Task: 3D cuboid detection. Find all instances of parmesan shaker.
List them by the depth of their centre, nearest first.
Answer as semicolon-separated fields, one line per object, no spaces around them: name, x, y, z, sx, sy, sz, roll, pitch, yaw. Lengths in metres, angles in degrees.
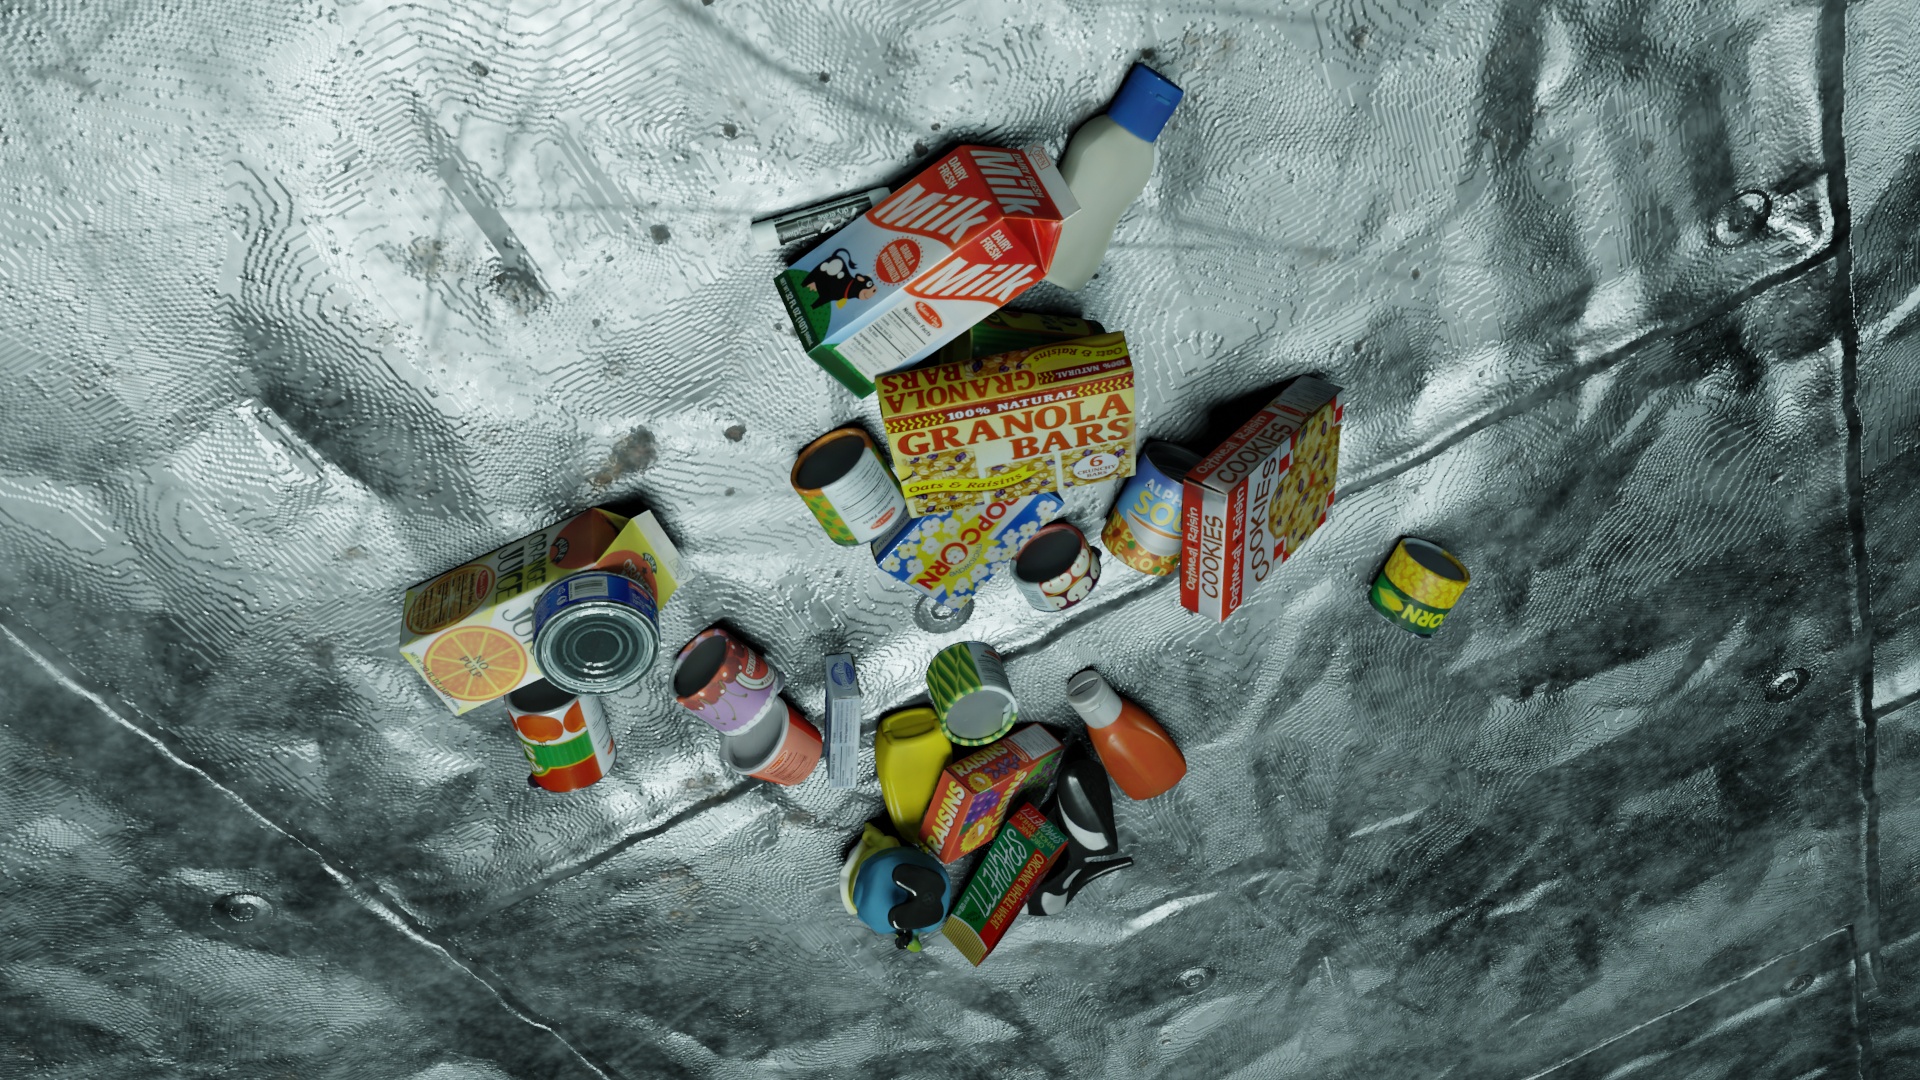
parmesan shaker;0.044;-0.126;0.971;0.103;0.071;0.071;2;124;-19

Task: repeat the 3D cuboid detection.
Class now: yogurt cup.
yogurt cup;-0.149;0.165;1.127;0.072;0.073;0.054;-40;134;14

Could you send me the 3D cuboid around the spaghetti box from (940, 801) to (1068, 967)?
spaghetti box;0.036;0.313;1.250;0.029;0.050;0.248;-36;160;-36

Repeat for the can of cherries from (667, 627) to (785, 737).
can of cherries;-0.181;0.108;1.074;0.071;0.072;0.058;-38;125;13

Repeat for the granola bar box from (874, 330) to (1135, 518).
granola bar box;0.035;-0.076;0.941;0.166;0.039;0.123;-11;149;1

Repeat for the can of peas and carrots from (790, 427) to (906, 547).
can of peas and carrots;-0.082;-0.039;0.997;0.071;0.071;0.058;-29;127;6

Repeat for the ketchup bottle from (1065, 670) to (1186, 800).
ketchup bottle;0.143;0.171;1.228;0.064;0.044;0.148;-31;127;11

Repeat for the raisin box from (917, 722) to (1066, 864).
raisin box;0.027;0.216;1.194;0.124;0.040;0.085;-19;138;-46

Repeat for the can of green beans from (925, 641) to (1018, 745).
can of green beans;0.009;0.127;1.148;0.071;0.058;0.071;-8;127;-10

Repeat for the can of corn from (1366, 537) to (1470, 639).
can of corn;0.393;0.041;1.188;0.071;0.071;0.058;11;121;-23

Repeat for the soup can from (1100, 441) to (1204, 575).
soup can;0.155;-0.023;1.072;0.071;0.071;0.083;11;121;-23

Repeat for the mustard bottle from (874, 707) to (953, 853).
mustard bottle;-0.039;0.216;1.205;0.065;0.049;0.159;-11;128;-13

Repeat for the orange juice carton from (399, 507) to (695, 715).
orange juice carton;-0.292;0.042;0.989;0.193;0.073;0.071;-24;128;1

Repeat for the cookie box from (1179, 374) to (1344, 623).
cookie box;0.228;-0.033;1.052;0.168;0.040;0.122;-38;138;-34

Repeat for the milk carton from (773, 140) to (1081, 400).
milk carton;-0.016;-0.181;0.891;0.190;0.072;0.073;-32;149;12

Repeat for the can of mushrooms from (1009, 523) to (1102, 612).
can of mushrooms;0.075;0.019;1.084;0.071;0.071;0.033;-30;127;7

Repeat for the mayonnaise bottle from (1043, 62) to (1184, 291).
mayonnaise bottle;0.092;-0.240;0.916;0.065;0.041;0.147;21;116;-28

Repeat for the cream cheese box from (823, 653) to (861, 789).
cream cheese box;-0.097;0.149;1.136;0.024;0.053;0.103;-3;126;-12

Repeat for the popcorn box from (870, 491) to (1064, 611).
popcorn box;0.004;-0.013;1.057;0.085;0.038;0.126;32;112;-31

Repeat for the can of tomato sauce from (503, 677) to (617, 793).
can of tomato sauce;-0.307;0.141;1.061;0.071;0.071;0.082;-12;127;-8
